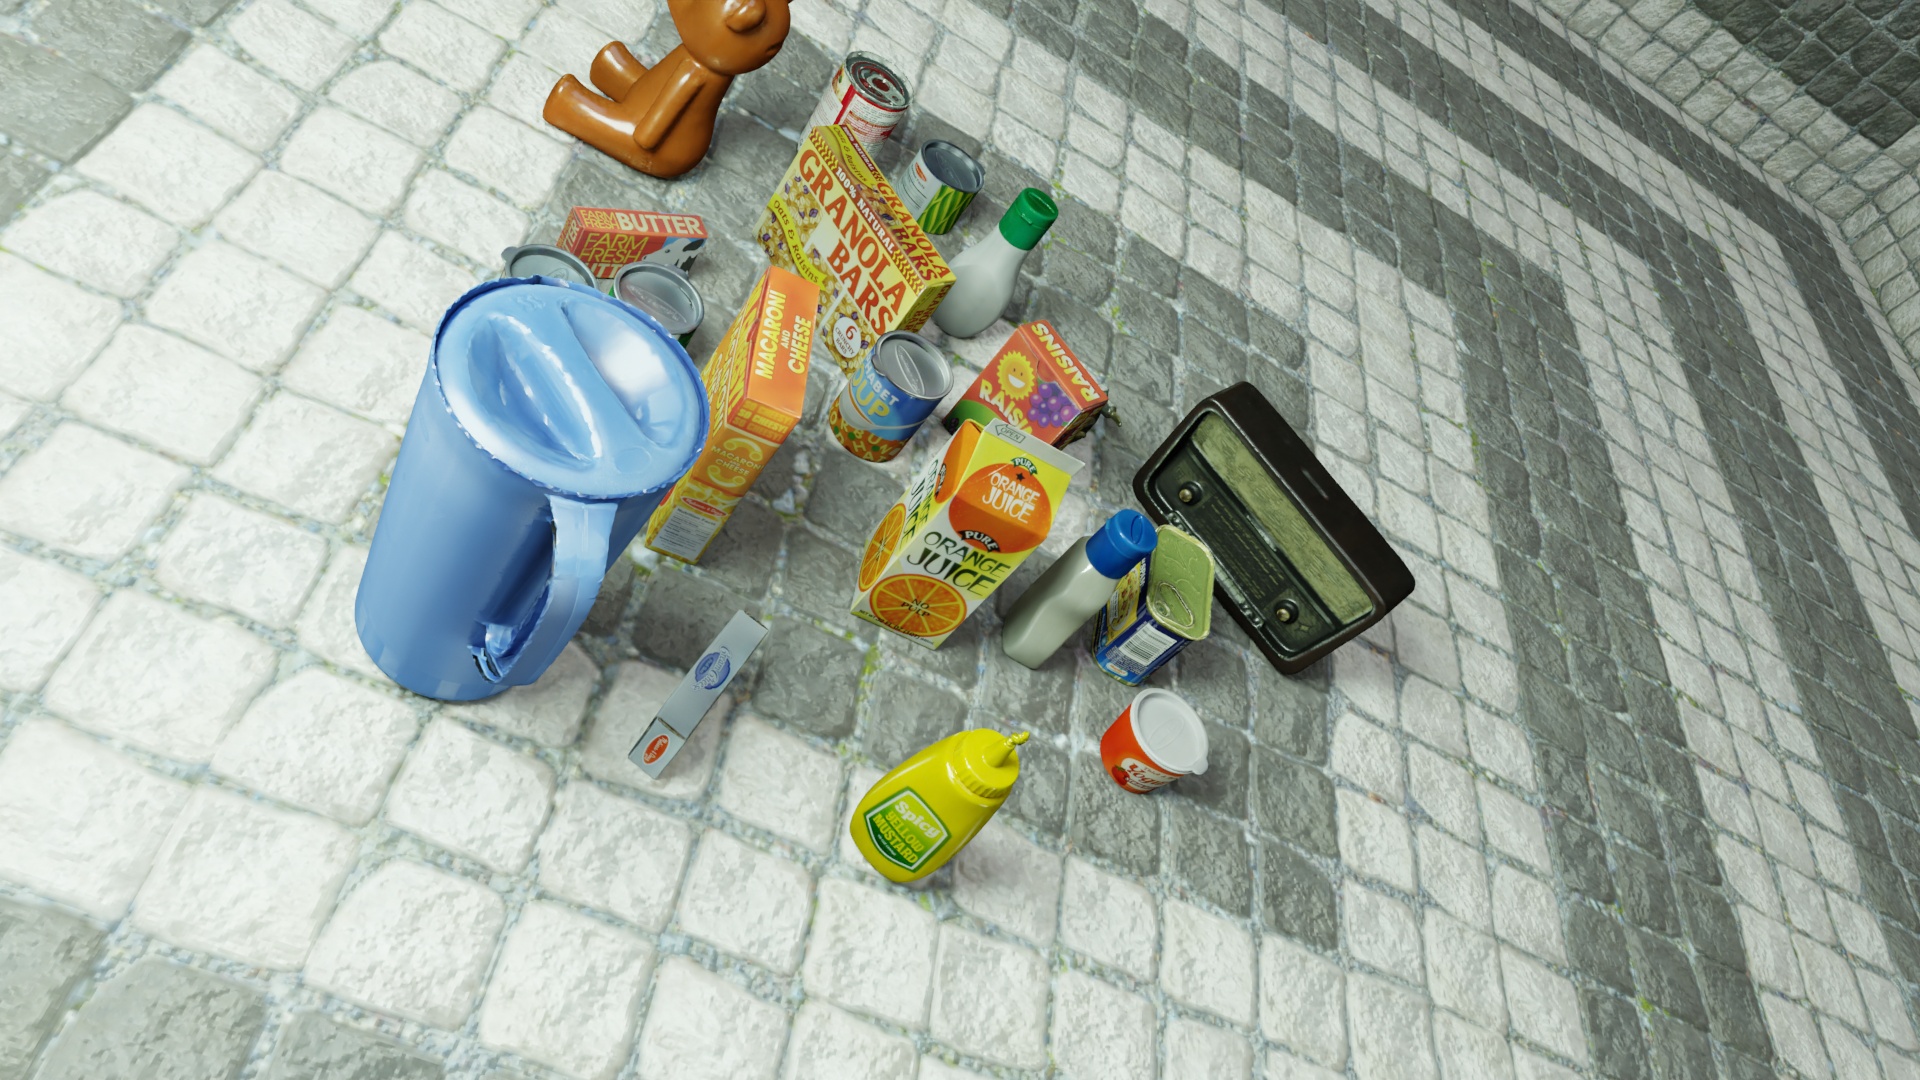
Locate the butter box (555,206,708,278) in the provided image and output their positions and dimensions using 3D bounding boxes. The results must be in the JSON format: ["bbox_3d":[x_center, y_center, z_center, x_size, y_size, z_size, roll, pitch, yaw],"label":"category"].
[{"bbox_3d":[-0.244,-0.219,1.032,0.104,0.053,0.024,-6,61,-39],"label":"butter box"}]

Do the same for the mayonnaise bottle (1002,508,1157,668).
[{"bbox_3d":[0.085,0.033,1.002,0.041,0.147,0.065,30,44,-14],"label":"mayonnaise bottle"}]

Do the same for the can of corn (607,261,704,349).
[{"bbox_3d":[-0.224,-0.157,0.992,0.071,0.058,0.071,20,47,-23],"label":"can of corn"}]

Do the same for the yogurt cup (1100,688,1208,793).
[{"bbox_3d":[0.139,0.150,1.017,0.072,0.053,0.073,20,47,-23],"label":"yogurt cup"}]

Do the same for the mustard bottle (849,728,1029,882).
[{"bbox_3d":[-0.008,0.150,0.829,0.065,0.159,0.049,47,42,4],"label":"mustard bottle"}]

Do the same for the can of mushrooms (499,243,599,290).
[{"bbox_3d":[-0.293,-0.174,0.974,0.071,0.033,0.071,20,47,-23],"label":"can of mushrooms"}]

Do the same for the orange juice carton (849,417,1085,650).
[{"bbox_3d":[0.003,-0.012,0.945,0.072,0.191,0.073,26,45,-18],"label":"orange juice carton"}]

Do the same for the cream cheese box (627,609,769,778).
[{"bbox_3d":[-0.159,0.092,0.843,0.024,0.053,0.104,38,43,-5],"label":"cream cheese box"}]

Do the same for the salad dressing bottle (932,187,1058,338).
[{"bbox_3d":[0.029,-0.234,1.176,0.064,0.147,0.044,40,42,-3],"label":"salad dressing bottle"}]

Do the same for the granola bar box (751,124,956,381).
[{"bbox_3d":[-0.087,-0.226,1.101,0.039,0.123,0.166,-18,69,-44],"label":"granola bar box"}]

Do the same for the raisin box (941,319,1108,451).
[{"bbox_3d":[0.049,-0.103,1.103,0.040,0.122,0.086,-23,72,-45],"label":"raisin box"}]

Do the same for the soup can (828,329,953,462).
[{"bbox_3d":[-0.056,-0.109,1.059,0.071,0.083,0.072,20,47,-23],"label":"soup can"}]

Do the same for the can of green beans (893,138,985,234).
[{"bbox_3d":[-0.021,-0.325,1.279,0.071,0.057,0.071,20,47,-23],"label":"can of green beans"}]

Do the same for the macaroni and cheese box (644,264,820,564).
[{"bbox_3d":[-0.150,-0.080,0.905,0.040,0.165,0.124,22,46,-22],"label":"macaroni and cheese box"}]
